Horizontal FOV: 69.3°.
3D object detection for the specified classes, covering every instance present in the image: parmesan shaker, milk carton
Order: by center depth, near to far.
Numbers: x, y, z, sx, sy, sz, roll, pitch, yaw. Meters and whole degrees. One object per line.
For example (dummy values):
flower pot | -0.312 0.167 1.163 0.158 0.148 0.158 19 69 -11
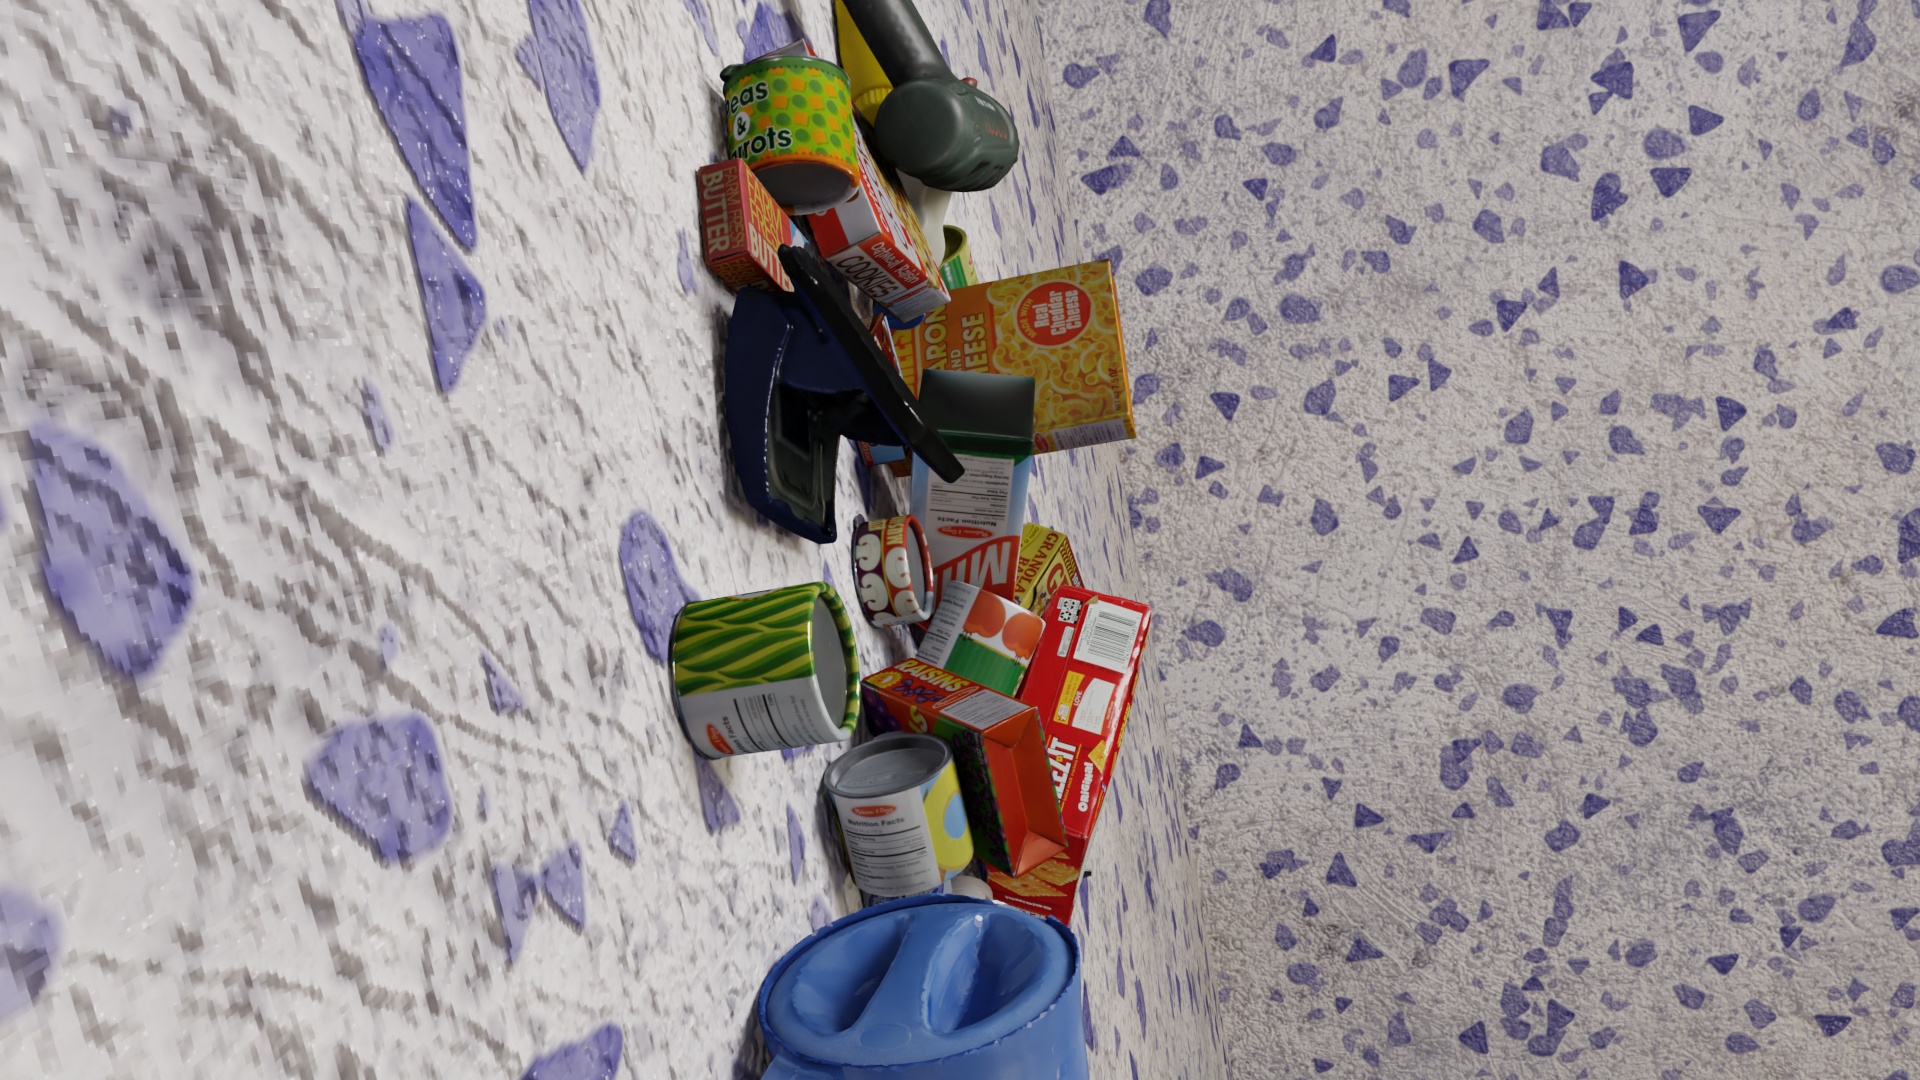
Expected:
milk carton | 0.003 -0.011 0.902 0.073 0.073 0.189 -85 180 -52
parmesan shaker | -0.015 -0.172 1.033 0.072 0.071 0.102 -86 163 -50

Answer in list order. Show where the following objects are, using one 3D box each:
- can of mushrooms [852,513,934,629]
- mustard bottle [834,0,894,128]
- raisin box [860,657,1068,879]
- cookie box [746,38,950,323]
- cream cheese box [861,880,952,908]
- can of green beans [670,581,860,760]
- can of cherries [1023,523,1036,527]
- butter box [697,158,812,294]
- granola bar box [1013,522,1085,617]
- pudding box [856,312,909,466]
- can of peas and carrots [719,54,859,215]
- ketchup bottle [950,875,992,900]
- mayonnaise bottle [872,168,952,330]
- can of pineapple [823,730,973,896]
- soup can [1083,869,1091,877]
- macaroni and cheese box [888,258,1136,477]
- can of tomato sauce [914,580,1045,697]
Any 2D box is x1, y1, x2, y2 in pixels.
can of mushrooms | -0.040 0.016 0.837 0.071 0.033 0.071 -11 92 -78
mustard bottle | -0.059 -0.346 1.005 0.065 0.049 0.160 44 37 -66
raisin box | -0.001 0.120 0.752 0.123 0.040 0.086 14 -58 55
cookie box | -0.064 -0.209 0.835 0.123 0.040 0.167 68 10 8
cream cheese box | -0.028 0.191 0.772 0.104 0.024 0.053 -23 103 -78
can of green beans | -0.078 0.053 0.566 0.071 0.058 0.071 -11 92 -79
can of cherries | 0.040 0.026 1.154 0.071 0.058 0.071 -12 92 -80
butter box | -0.101 -0.146 0.703 0.103 0.024 0.053 43 38 -72
granola bar box | 0.057 0.085 1.090 0.125 0.039 0.164 -56 147 -24
pudding box | -0.054 -0.095 0.871 0.050 0.030 0.083 -75 153 -61
can of peas and carrots | -0.089 -0.208 0.715 0.071 0.071 0.059 35 47 -74
ketchup bottle | -0.002 0.263 0.792 0.149 0.043 0.064 -87 165 -49
mayonnaise bottle | -0.039 -0.213 0.971 0.041 0.064 0.149 48 36 -47
can of pineapple | -0.030 0.137 0.704 0.071 0.071 0.057 -66 146 -70
soup can | 0.061 0.217 1.061 0.071 0.071 0.084 61 22 -59
macaroni and cheese box | 0.029 -0.116 0.946 0.040 0.166 0.124 59 25 -63
can of tomato sauce | 0.008 0.076 0.849 0.083 0.071 0.071 -66 162 -8
